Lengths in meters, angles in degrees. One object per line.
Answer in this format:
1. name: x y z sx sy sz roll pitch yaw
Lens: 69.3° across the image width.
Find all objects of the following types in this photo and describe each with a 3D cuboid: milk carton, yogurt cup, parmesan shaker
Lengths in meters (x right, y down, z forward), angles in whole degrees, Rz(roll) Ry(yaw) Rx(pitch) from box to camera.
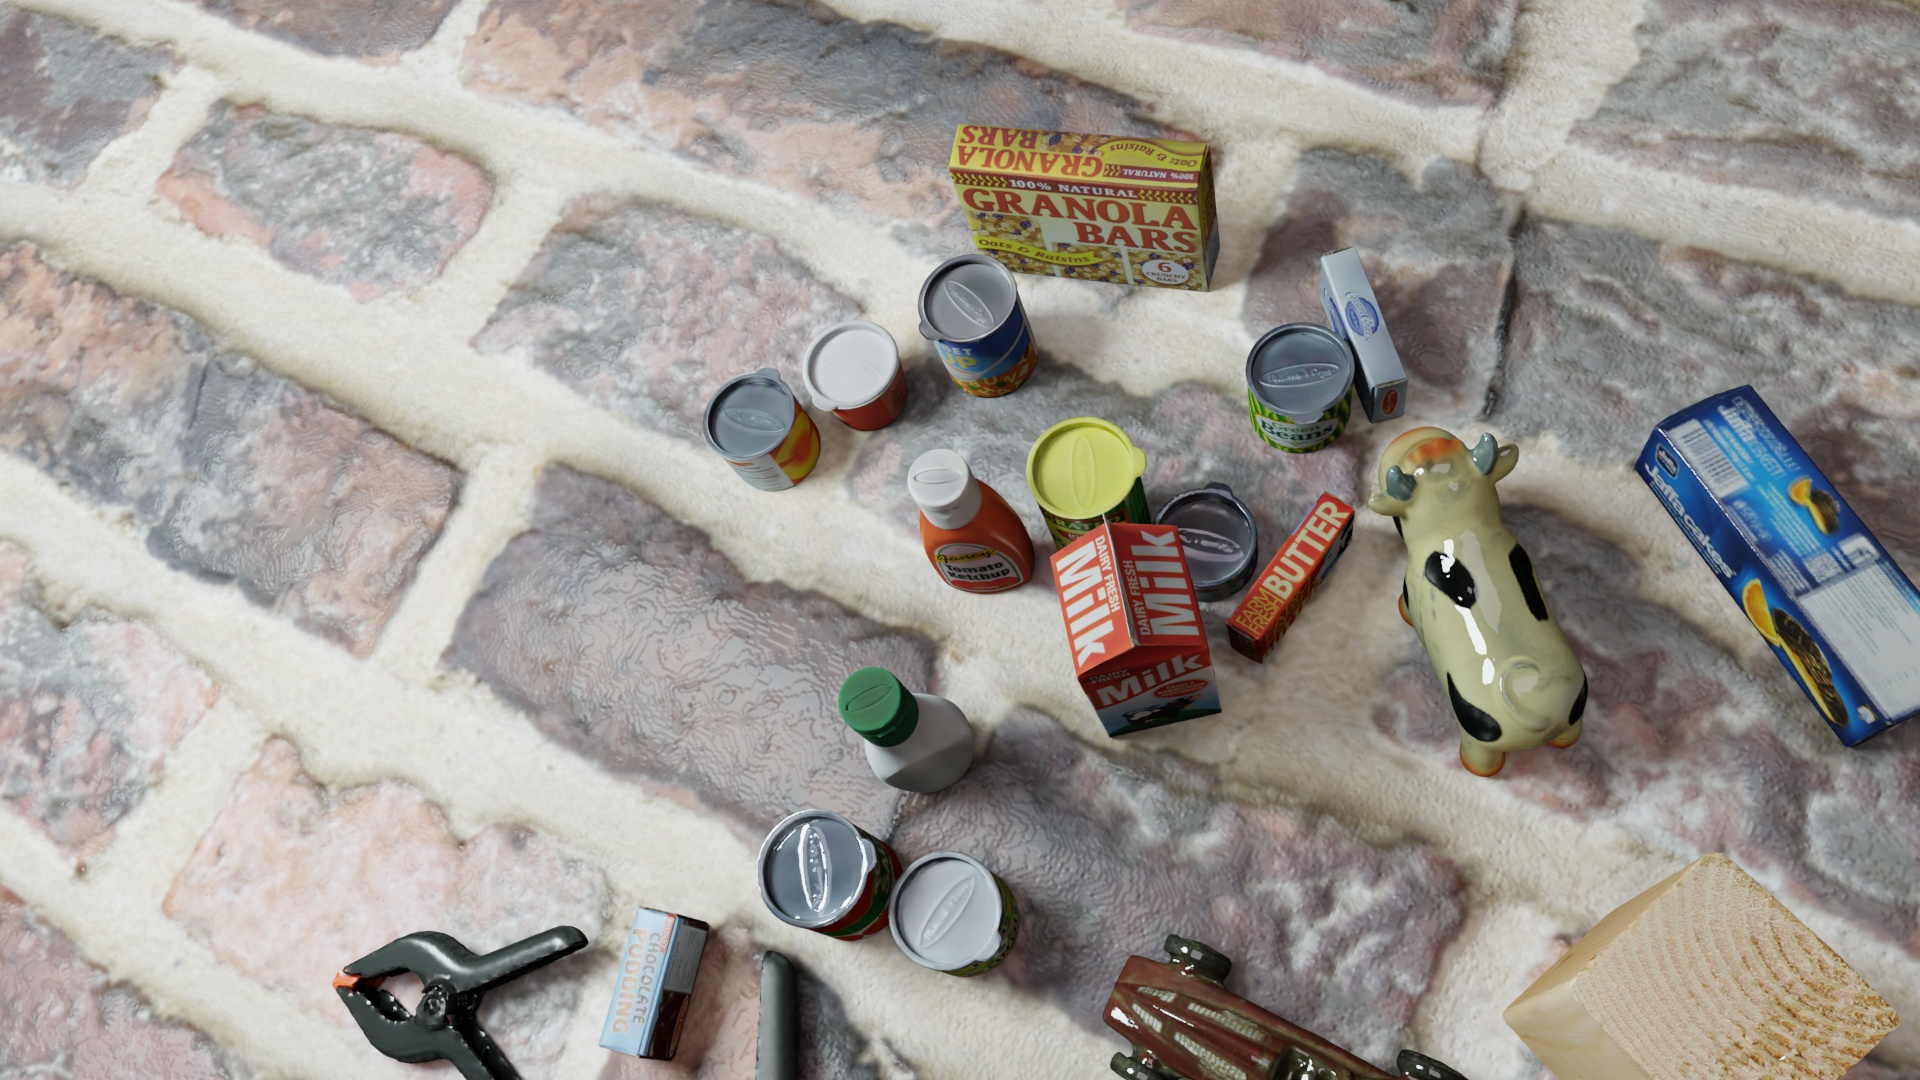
1. milk carton: 0.099 0.050 0.781 0.073 0.190 0.072 -14 66 8
2. yogurt cup: -0.069 -0.111 0.962 0.072 0.053 0.072 -5 68 12
3. parmesan shaker: 0.085 -0.025 0.864 0.071 0.102 0.071 -5 68 12

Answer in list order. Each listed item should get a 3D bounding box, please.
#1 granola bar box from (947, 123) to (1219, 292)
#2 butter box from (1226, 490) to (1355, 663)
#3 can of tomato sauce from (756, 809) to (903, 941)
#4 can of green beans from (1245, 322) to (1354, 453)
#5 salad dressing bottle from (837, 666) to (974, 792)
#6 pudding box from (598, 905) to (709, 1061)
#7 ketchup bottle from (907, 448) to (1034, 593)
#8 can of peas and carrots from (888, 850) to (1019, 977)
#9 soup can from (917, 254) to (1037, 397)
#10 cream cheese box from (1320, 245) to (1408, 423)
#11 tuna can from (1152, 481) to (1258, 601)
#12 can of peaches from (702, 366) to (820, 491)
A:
1. granola bar box: 0.085 -0.221 0.932 0.165 0.124 0.039 9 71 17
2. butter box: 0.201 0.024 0.844 0.024 0.053 0.103 34 80 23
3. can of tomato sauce: -0.073 0.198 0.821 0.071 0.083 0.071 -5 68 12
4. can of green beans: 0.216 -0.096 0.886 0.071 0.057 0.071 -5 68 12
5. salad dressing bottle: -0.032 0.111 0.811 0.064 0.147 0.044 -27 65 2
6. pudding box: -0.184 0.267 0.837 0.030 0.049 0.084 7 70 16
7. ketchup bottle: 0.003 -0.011 0.852 0.065 0.148 0.044 -3 68 12
8. can of peas and carrots: -0.001 0.220 0.808 0.071 0.058 0.071 -5 68 12
9. soup can: 0.011 -0.142 0.939 0.071 0.083 0.071 -5 68 12
10. cream cheese box: 0.258 -0.132 0.893 0.024 0.053 0.104 -16 66 7
11. tuna can: 0.155 0.001 0.875 0.071 0.032 0.071 -5 67 12
12. can of peaches: -0.135 -0.076 0.961 0.071 0.058 0.071 -5 68 12
